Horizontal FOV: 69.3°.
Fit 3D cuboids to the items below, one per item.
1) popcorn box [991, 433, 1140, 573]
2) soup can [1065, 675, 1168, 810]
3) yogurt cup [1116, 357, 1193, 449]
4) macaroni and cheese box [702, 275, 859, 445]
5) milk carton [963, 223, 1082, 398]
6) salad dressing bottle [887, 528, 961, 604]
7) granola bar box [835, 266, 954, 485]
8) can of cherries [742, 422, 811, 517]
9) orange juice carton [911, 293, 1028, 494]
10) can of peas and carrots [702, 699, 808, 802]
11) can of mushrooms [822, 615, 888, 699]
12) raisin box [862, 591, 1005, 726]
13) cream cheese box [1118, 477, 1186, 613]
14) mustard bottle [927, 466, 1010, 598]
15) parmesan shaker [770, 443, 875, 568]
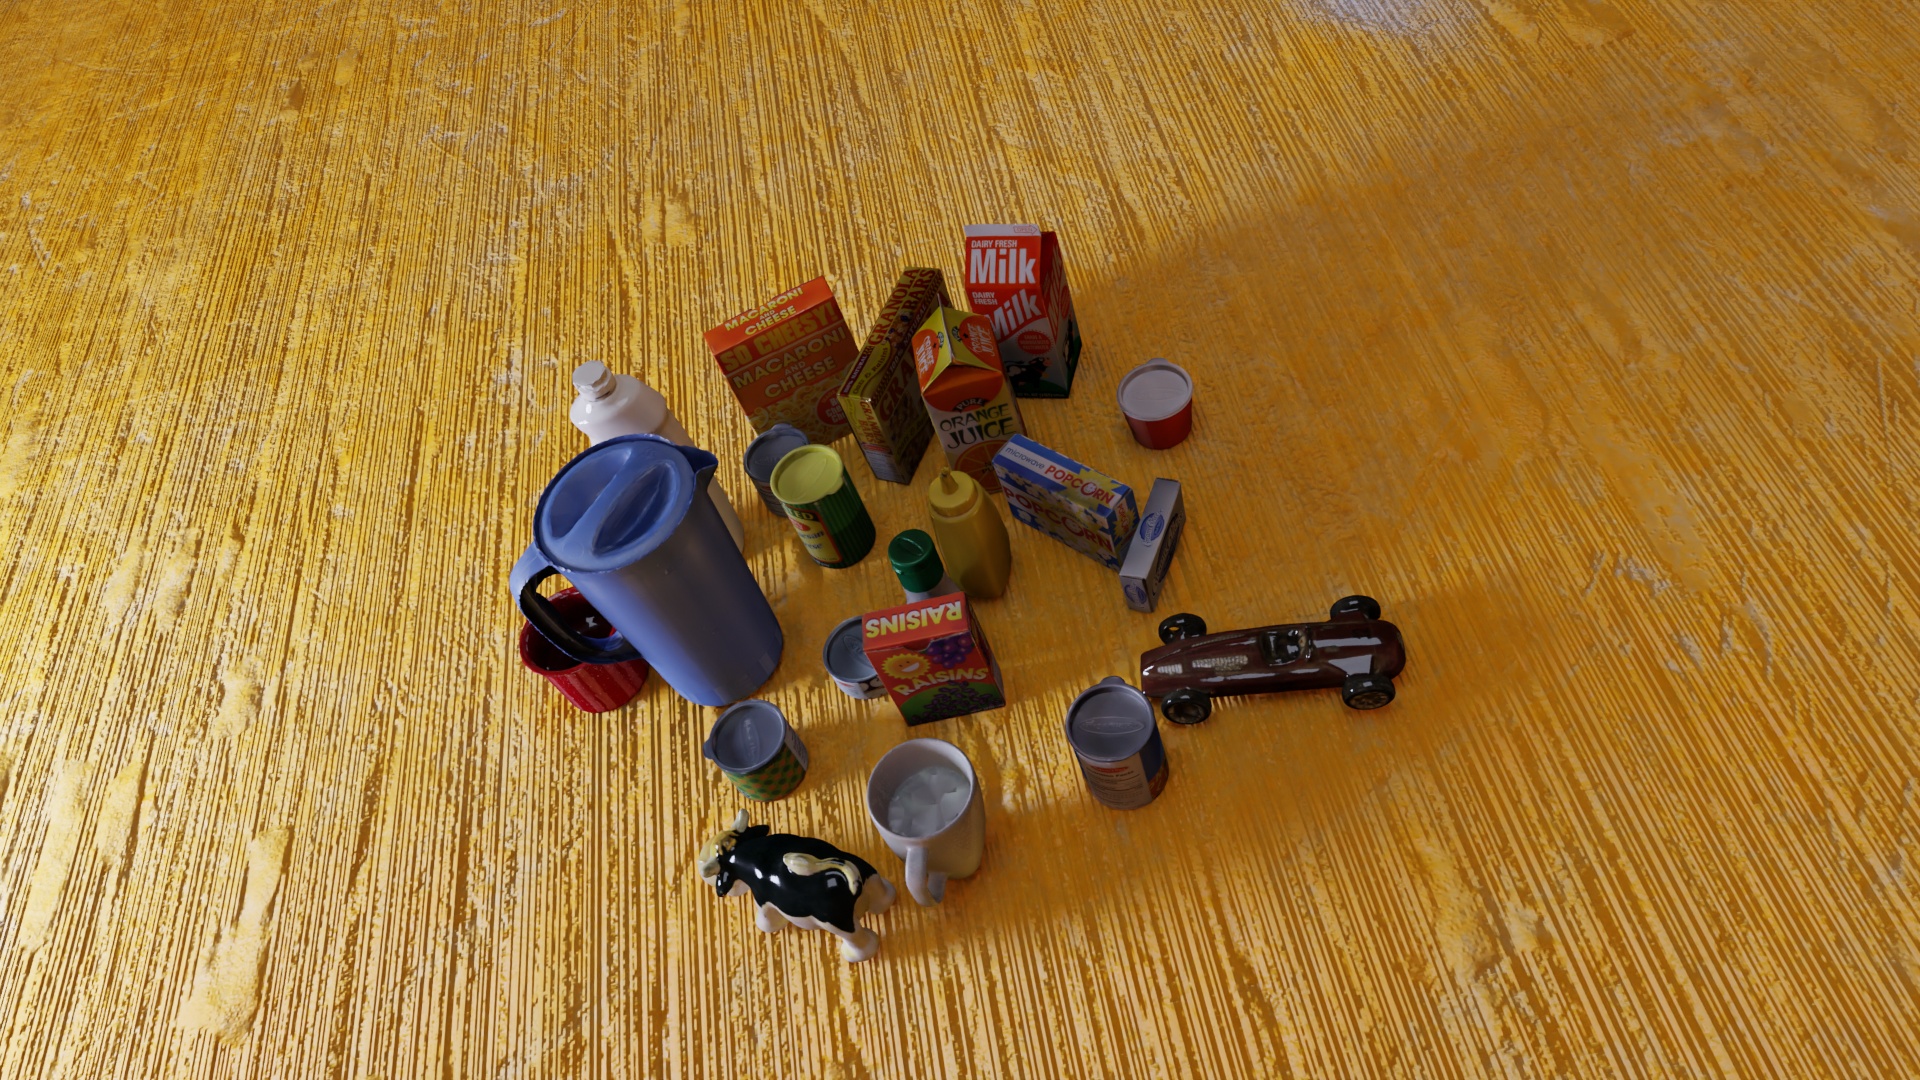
[{"bbox_3d":[0.093,-0.032,1.191,0.127,0.085,0.038,29,67,32],"label":"popcorn box"},{"bbox_3d":[0.119,0.153,1.043,0.071,0.083,0.072,-8,52,11],"label":"soup can"},{"bbox_3d":[0.178,-0.119,1.249,0.072,0.053,0.073,-8,52,11],"label":"yogurt cup"},{"bbox_3d":[-0.153,-0.156,1.307,0.124,0.165,0.040,-27,51,-4],"label":"macaroni and cheese box"},{"bbox_3d":[0.057,-0.219,1.275,0.072,0.189,0.074,3,55,19],"label":"milk carton"},{"bbox_3d":[-0.021,0.048,1.125,0.064,0.147,0.044,31,68,33],"label":"salad dressing bottle"},{"bbox_3d":[-0.051,-0.155,1.302,0.039,0.123,0.166,10,58,24],"label":"granola bar box"},{"bbox_3d":[-0.163,-0.066,1.312,0.071,0.058,0.072,-8,52,11],"label":"can of cherries"},{"bbox_3d":[0.009,-0.126,1.218,0.073,0.191,0.072,-15,51,6],"label":"orange juice carton"},{"bbox_3d":[-0.166,0.173,1.132,0.071,0.058,0.071,-8,52,11],"label":"can of peas and carrots"},{"bbox_3d":[-0.079,0.098,1.179,0.071,0.033,0.071,-8,52,11],"label":"can of mushrooms"},{"bbox_3d":[-0.020,0.096,1.104,0.086,0.123,0.040,-12,52,8],"label":"raisin box"},{"bbox_3d":[0.162,0.004,1.162,0.024,0.053,0.104,10,58,24],"label":"cream cheese box"},{"bbox_3d":[0.004,-0.014,1.156,0.049,0.159,0.065,0,55,18],"label":"mustard bottle"},{"bbox_3d":[-0.119,-0.028,1.241,0.071,0.102,0.071,-9,52,11],"label":"parmesan shaker"}]
